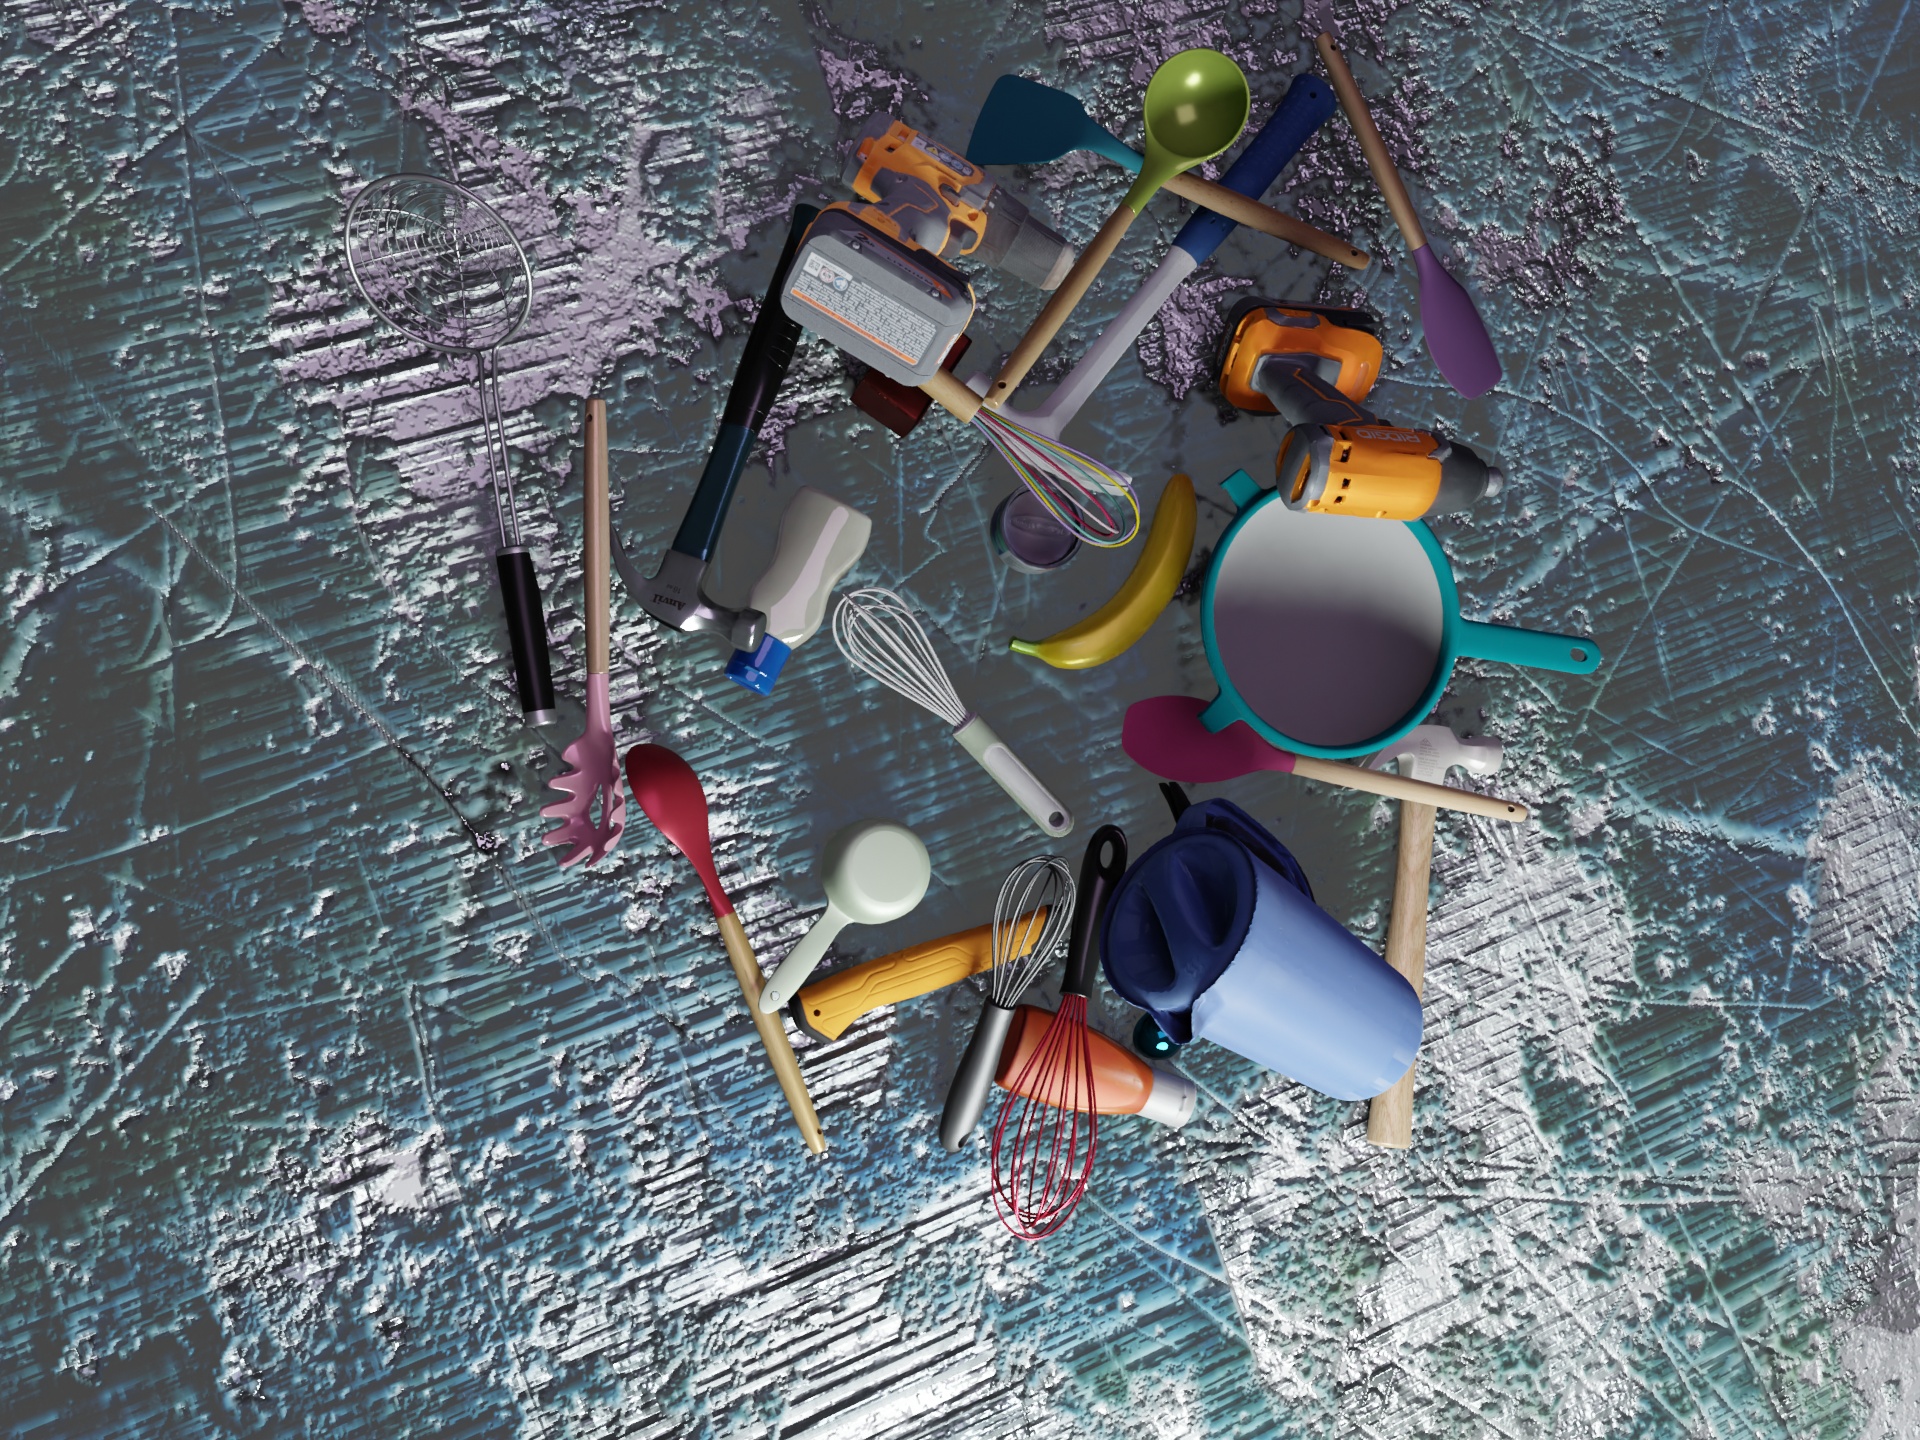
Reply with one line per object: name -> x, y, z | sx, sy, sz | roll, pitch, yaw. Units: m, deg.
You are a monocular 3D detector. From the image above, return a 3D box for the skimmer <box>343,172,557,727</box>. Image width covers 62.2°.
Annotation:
skimmer -> -0.326, -0.174, 1.062 | 0.127, 0.090, 0.363 | -9, 91, 17

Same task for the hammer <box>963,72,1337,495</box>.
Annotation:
hammer -> 0.170, -0.347, 1.228 | 0.144, 0.035, 0.405 | 37, 75, 3

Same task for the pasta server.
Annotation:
pasta server -> -0.251, -0.059, 1.079 | 0.060, 0.040, 0.316 | 2, 94, 25

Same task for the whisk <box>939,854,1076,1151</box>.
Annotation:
whisk -> 0.027, 0.201, 1.121 | 0.055, 0.055, 0.239 | 15, 104, -14

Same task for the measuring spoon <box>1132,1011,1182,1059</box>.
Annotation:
measuring spoon -> 0.163, 0.197, 1.179 | 0.042, 0.021, 0.128 | 9, 105, -22

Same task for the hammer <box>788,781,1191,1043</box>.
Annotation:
hammer -> 0.034, 0.152, 1.164 | 0.337, 0.034, 0.127 | -18, 92, -16

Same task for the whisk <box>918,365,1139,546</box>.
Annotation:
whisk -> 0.026, -0.203, 1.132 | 0.245, 0.047, 0.051 | 37, 65, -6

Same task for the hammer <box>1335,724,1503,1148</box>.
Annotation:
hammer -> 0.349, 0.166, 1.250 | 0.130, 0.031, 0.331 | 9, 84, -15

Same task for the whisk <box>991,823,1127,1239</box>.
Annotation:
whisk -> 0.077, 0.213, 1.117 | 0.073, 0.073, 0.296 | 19, 71, -13

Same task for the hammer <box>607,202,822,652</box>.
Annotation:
hammer -> -0.151, -0.218, 1.129 | 0.128, 0.033, 0.331 | 17, 77, 5

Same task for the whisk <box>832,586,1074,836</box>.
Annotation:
whisk -> -0.002, -0.004, 1.160 | 0.058, 0.059, 0.246 | -44, 102, -2

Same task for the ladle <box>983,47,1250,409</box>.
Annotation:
ladle -> 0.107, -0.352, 1.136 | 0.078, 0.062, 0.320 | 32, 75, 6

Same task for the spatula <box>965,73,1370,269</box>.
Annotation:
spatula -> 0.164, -0.408, 1.213 | 0.317, 0.044, 0.082 | 22, 77, -5

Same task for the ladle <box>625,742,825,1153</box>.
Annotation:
ladle -> -0.156, 0.159, 1.108 | 0.031, 0.069, 0.315 | -18, 97, 24

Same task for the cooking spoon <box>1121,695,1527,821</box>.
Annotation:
cooking spoon -> 0.279, 0.039, 1.220 | 0.319, 0.017, 0.069 | 12, 71, -2

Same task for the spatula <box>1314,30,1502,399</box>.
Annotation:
spatula -> 0.358, -0.405, 1.284 | 0.060, 0.018, 0.315 | -33, 103, -17

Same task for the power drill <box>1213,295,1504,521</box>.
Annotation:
power drill -> 0.290, -0.224, 1.170 | 0.164, 0.227, 0.084 | 2, 130, -15

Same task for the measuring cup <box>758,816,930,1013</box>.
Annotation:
measuring cup -> -0.084, 0.138, 1.116 | 0.083, 0.038, 0.168 | 43, 66, -9

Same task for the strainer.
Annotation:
strainer -> 0.325, -0.068, 1.229 | 0.340, 0.095, 0.211 | 7, 86, -16

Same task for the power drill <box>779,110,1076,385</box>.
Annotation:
power drill -> -0.016, -0.326, 1.119 | 0.185, 0.084, 0.226 | 29, 42, -10
